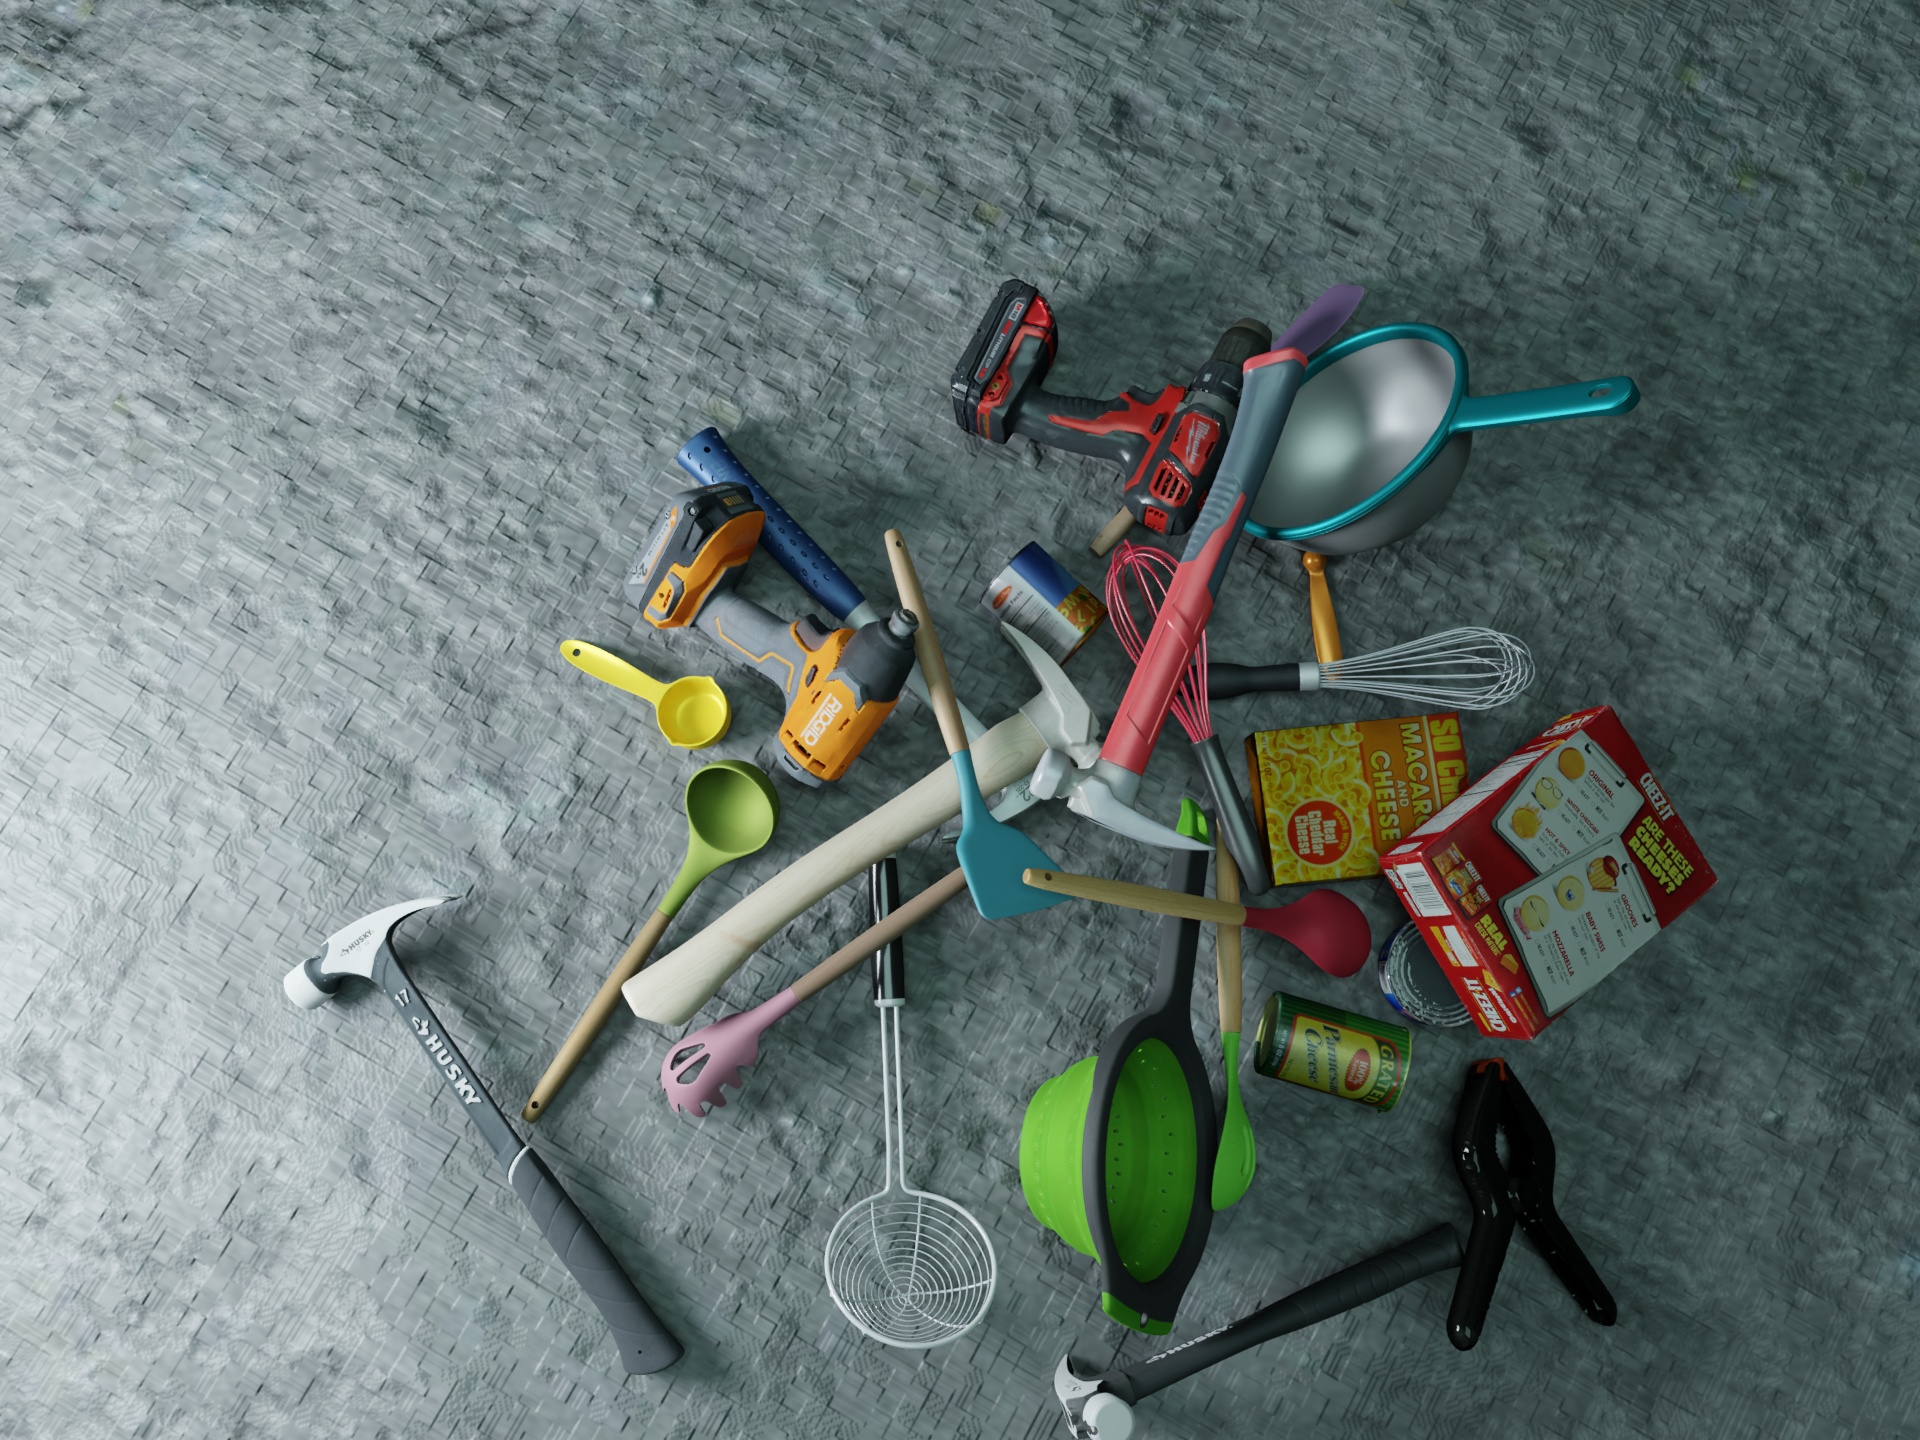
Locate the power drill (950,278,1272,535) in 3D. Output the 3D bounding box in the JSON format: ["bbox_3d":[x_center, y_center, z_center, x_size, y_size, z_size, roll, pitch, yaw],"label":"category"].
[{"bbox_3d":[0.125,-0.272,1.280,0.227,0.080,0.188,26,80,10],"label":"power drill"}]

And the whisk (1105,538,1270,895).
[{"bbox_3d":[0.182,-0.004,1.236,0.073,0.073,0.296,-20,88,-5],"label":"whisk"}]

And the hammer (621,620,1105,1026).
[{"bbox_3d":[-0.081,0.089,1.210,0.410,0.038,0.146,-34,81,-7],"label":"hammer"}]

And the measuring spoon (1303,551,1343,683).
[{"bbox_3d":[0.297,-0.085,1.298,0.021,0.011,0.117,-6,81,-2],"label":"measuring spoon"}]

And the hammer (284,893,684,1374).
[{"bbox_3d":[-0.337,0.313,1.192,0.149,0.036,0.409,-37,86,9],"label":"hammer"}]

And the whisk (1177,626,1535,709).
[{"bbox_3d":[0.310,-0.038,1.265,0.284,0.070,0.070,-3,80,7],"label":"whisk"}]

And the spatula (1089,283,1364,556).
[{"bbox_3d":[0.220,-0.250,1.313,0.316,0.060,0.018,-46,122,-4],"label":"spatula"}]

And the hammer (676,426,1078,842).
[{"bbox_3d":[-0.082,-0.076,1.276,0.144,0.035,0.405,-43,84,-8],"label":"hammer"}]

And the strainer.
[{"bbox_3d":[0.361,-0.201,1.201,0.095,0.340,0.211,41,67,-33],"label":"strainer"}]

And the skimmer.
[{"bbox_3d":[-0.044,0.271,1.188,0.127,0.090,0.363,-1,79,-13],"label":"skimmer"}]

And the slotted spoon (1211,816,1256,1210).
[{"bbox_3d":[0.208,0.215,1.227,0.031,0.070,0.314,-5,73,22],"label":"slotted spoon"}]

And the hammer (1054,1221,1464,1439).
[{"bbox_3d":[0.224,0.441,1.164,0.334,0.146,0.035,-17,81,-16],"label":"hammer"}]

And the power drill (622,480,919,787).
[{"bbox_3d":[-0.136,-0.079,1.216,0.226,0.084,0.164,45,122,10],"label":"power drill"}]

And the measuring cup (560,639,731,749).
[{"bbox_3d":[-0.252,-0.026,1.274,0.156,0.029,0.062,26,81,15],"label":"measuring cup"}]

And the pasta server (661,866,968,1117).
[{"bbox_3d":[-0.099,0.193,1.201,0.316,0.040,0.060,-35,62,0],"label":"pasta server"}]

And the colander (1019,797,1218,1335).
[{"bbox_3d":[0.121,0.245,1.195,0.094,0.204,0.397,-6,60,32],"label":"colander"}]

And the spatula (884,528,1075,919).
[{"bbox_3d":[-0.002,-0.004,1.189,0.082,0.044,0.318,-11,75,-26],"label":"spatula"}]

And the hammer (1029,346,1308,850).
[{"bbox_3d":[0.190,-0.095,1.188,0.143,0.038,0.386,24,84,-3],"label":"hammer"}]

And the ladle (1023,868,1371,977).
[{"bbox_3d":[0.186,0.140,1.181,0.315,0.031,0.069,12,64,-24],"label":"ladle"}]

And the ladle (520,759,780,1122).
[{"bbox_3d":[-0.244,0.170,1.220,0.078,0.062,0.320,33,84,6],"label":"ladle"}]
